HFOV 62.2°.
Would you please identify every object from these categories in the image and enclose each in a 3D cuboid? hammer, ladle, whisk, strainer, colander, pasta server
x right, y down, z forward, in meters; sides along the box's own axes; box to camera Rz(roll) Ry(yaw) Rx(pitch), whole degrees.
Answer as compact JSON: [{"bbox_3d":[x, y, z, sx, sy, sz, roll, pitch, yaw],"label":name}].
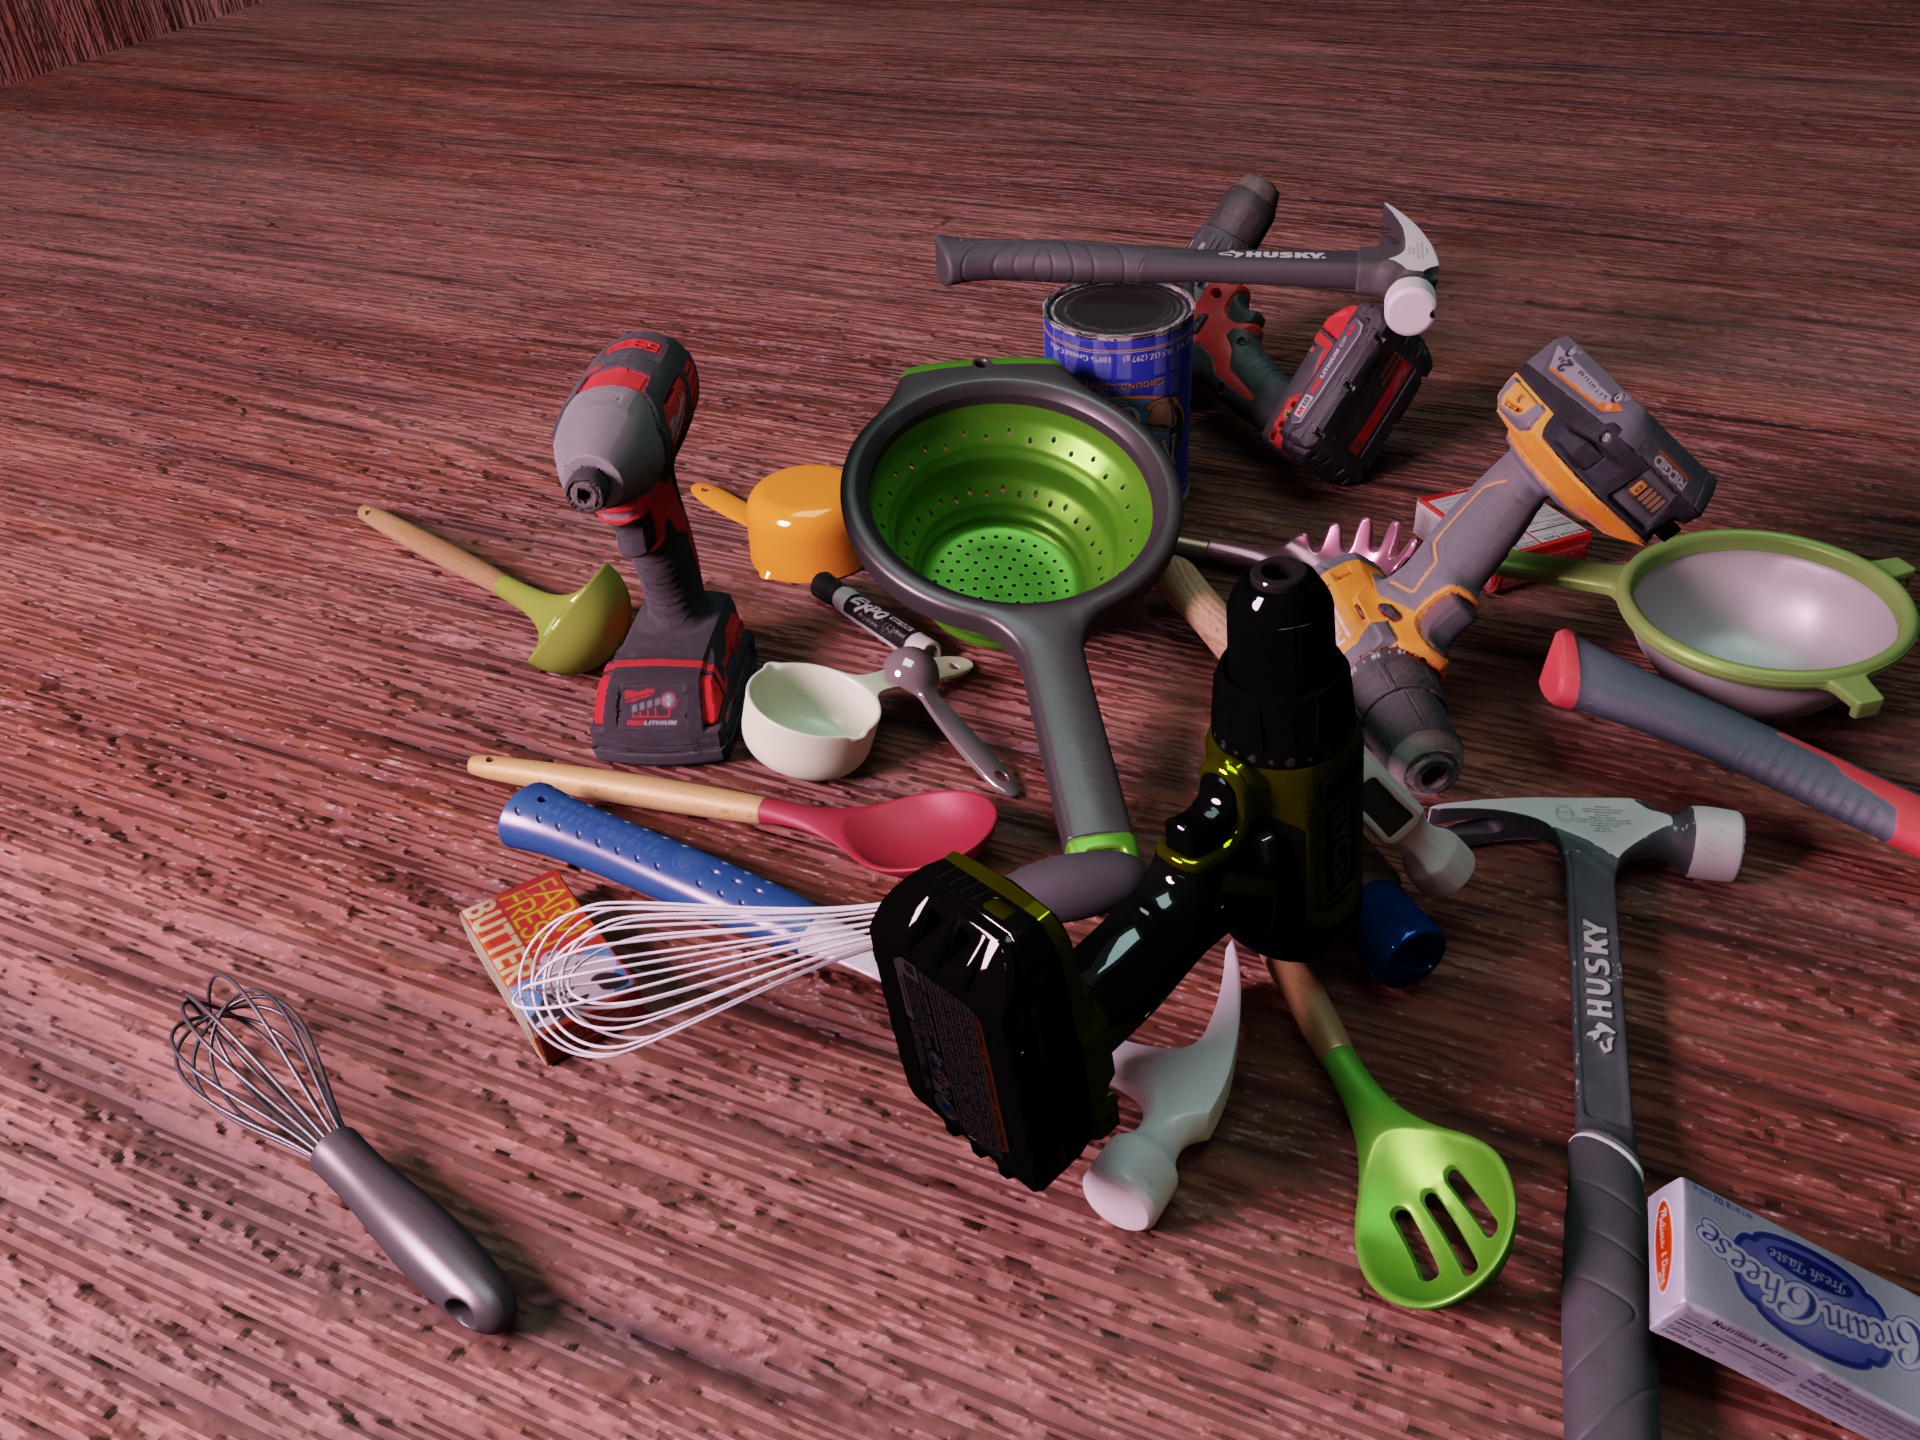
[{"bbox_3d":[0.260,0.164,0.657,0.149,0.036,0.409,6,38,15],"label":"hammer"},{"bbox_3d":[-0.324,-0.104,1.053,0.320,0.062,0.078,25,73,38],"label":"ladle"},{"bbox_3d":[-0.130,0.045,0.859,0.315,0.031,0.069,8,35,18],"label":"ladle"},{"bbox_3d":[0.470,0.044,0.768,0.387,0.038,0.143,31,47,31],"label":"hammer"},{"bbox_3d":[0.162,-0.027,0.862,0.031,0.130,0.332,-43,24,9],"label":"hammer"},{"bbox_3d":[-0.263,0.180,0.672,0.239,0.055,0.055,30,48,31],"label":"whisk"},{"bbox_3d":[-0.056,0.094,0.702,0.284,0.070,0.070,-11,37,-2],"label":"whisk"},{"bbox_3d":[0.397,-0.054,0.912,0.256,0.069,0.151,15,42,28],"label":"strainer"},{"bbox_3d":[0.042,-0.046,0.930,0.204,0.094,0.398,-6,54,-8],"label":"colander"},{"bbox_3d":[0.145,-0.307,1.063,0.335,0.035,0.146,5,38,11],"label":"hammer"},{"bbox_3d":[0.139,-0.124,1.052,0.316,0.040,0.060,13,43,23],"label":"pasta server"},{"bbox_3d":[-0.058,0.103,0.766,0.406,0.035,0.144,18,42,27],"label":"hammer"}]

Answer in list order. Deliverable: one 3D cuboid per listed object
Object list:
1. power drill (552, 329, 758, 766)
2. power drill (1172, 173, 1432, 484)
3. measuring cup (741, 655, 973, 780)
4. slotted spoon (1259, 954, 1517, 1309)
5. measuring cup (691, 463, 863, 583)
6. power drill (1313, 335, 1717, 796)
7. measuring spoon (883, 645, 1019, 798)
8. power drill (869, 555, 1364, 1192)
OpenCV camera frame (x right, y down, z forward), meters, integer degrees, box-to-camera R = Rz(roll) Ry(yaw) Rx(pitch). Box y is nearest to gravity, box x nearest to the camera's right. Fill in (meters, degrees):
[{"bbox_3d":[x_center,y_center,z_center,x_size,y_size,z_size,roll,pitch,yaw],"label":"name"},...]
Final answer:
[{"bbox_3d":[-0.172,-0.087,0.877,0.078,0.219,0.143,0,36,6],"label":"power drill"},{"bbox_3d":[0.229,-0.289,1.160,0.080,0.188,0.227,21,13,-48],"label":"power drill"},{"bbox_3d":[-0.054,-0.006,0.922,0.083,0.038,0.167,36,35,31],"label":"measuring cup"},{"bbox_3d":[0.161,0.131,0.710,0.070,0.031,0.314,-41,32,14],"label":"slotted spoon"},{"bbox_3d":[-0.133,-0.154,1.103,0.174,0.052,0.095,29,48,34],"label":"measuring cup"},{"bbox_3d":[0.283,-0.076,0.852,0.084,0.226,0.186,33,26,-25],"label":"power drill"},{"bbox_3d":[-0.001,-0.003,0.895,0.034,0.018,0.124,-5,44,-43],"label":"measuring spoon"},{"bbox_3d":[0.078,0.057,0.632,0.228,0.190,0.080,-35,43,-28],"label":"power drill"}]
